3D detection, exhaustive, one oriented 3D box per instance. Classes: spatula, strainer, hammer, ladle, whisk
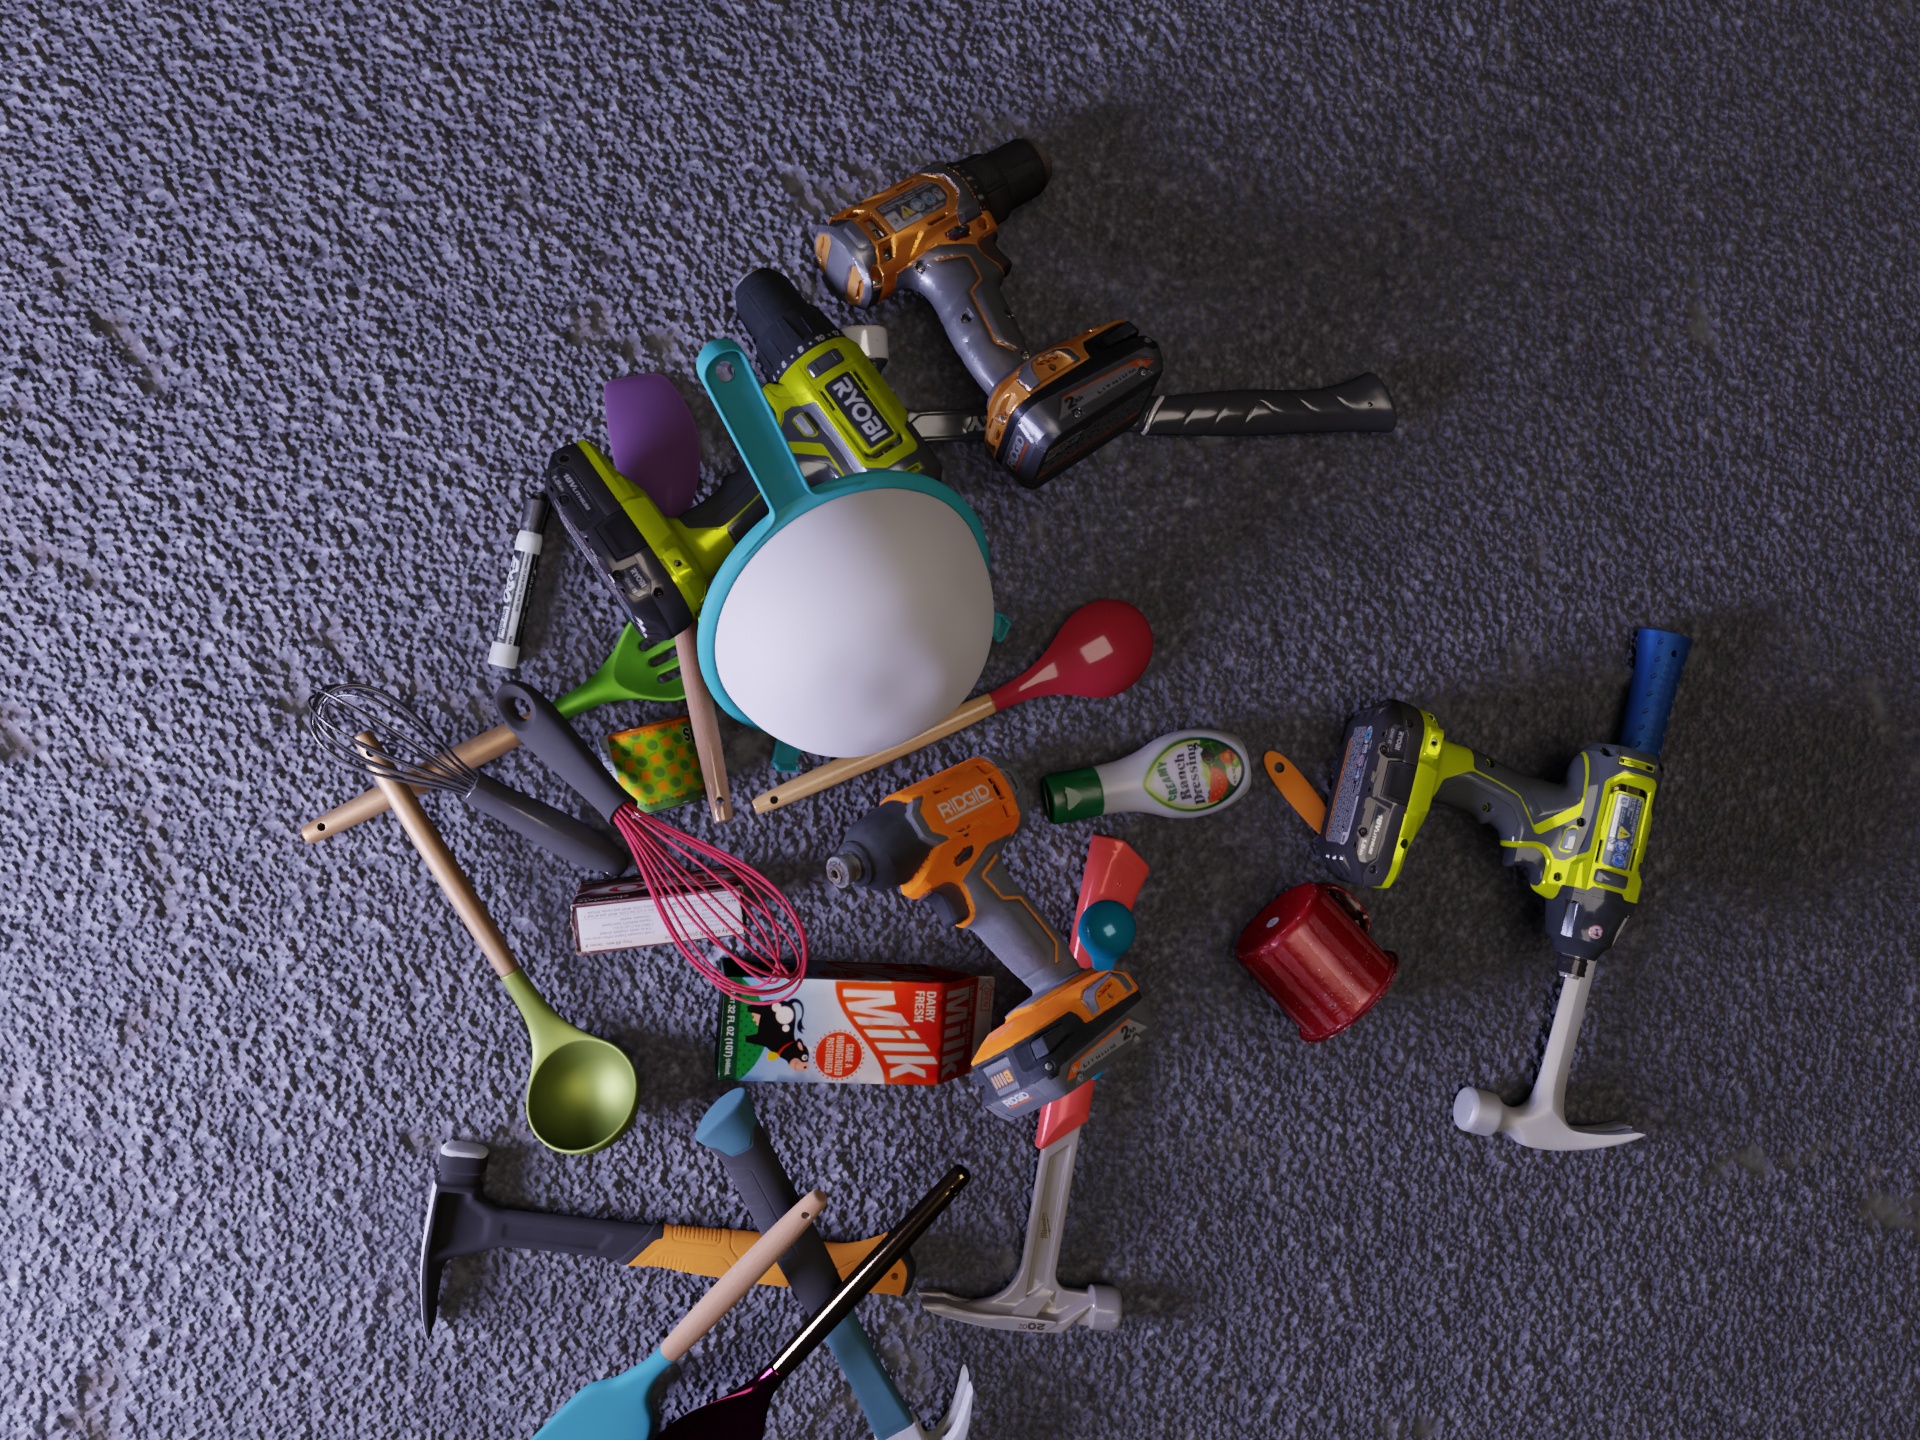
[{"bbox_3d":[-0.183,0.418,1.067,0.082,0.044,0.317,36,114,-8],"label":"spatula"},{"bbox_3d":[-0.072,-0.085,0.977,0.211,0.095,0.340,-32,141,-6],"label":"strainer"},{"bbox_3d":[0.496,0.131,1.218,0.144,0.035,0.405,15,89,-10],"label":"hammer"},{"bbox_3d":[0.070,0.259,1.147,0.149,0.037,0.359,10,91,-10],"label":"hammer"},{"bbox_3d":[-0.094,0.397,1.088,0.128,0.033,0.331,-26,105,-4],"label":"hammer"},{"bbox_3d":[-0.187,-0.086,1.071,0.059,0.018,0.316,-10,81,-10],"label":"spatula"},{"bbox_3d":[-0.313,0.147,1.055,0.078,0.062,0.320,-31,99,-9],"label":"ladle"},{"bbox_3d":[-0.319,0.042,1.044,0.238,0.055,0.055,33,86,-26],"label":"whisk"},{"bbox_3d":[-0.202,0.070,1.011,0.296,0.073,0.073,42,84,20],"label":"whisk"},{"bbox_3d":[0.119,-0.213,1.141,0.409,0.036,0.149,-4,94,-10],"label":"hammer"},{"bbox_3d":[-0.002,-0.004,1.131,0.315,0.031,0.069,-24,97,-7],"label":"ladle"},{"bbox_3d":[-0.199,0.374,1.103,0.336,0.034,0.127,9,89,-10],"label":"hammer"}]

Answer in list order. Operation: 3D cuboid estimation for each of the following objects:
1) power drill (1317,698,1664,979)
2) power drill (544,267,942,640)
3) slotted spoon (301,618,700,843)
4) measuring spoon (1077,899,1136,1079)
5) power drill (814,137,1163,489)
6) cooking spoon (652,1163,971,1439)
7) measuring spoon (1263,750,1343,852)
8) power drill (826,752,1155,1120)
[{"bbox_3d":[0.385,0.083,1.155,0.223,0.080,0.171,15,86,-5],"label":"power drill"},{"bbox_3d":[-0.151,-0.176,1.043,0.228,0.080,0.190,-34,83,-12],"label":"power drill"},{"bbox_3d":[-0.299,0.005,1.078,0.314,0.031,0.070,-27,88,-6],"label":"slotted spoon"},{"bbox_3d":[0.102,0.191,1.119,0.042,0.021,0.128,4,92,-10],"label":"measuring spoon"},{"bbox_3d":[0.038,-0.288,1.074,0.185,0.084,0.226,-35,78,-22],"label":"power drill"},{"bbox_3d":[-0.104,0.415,1.064,0.068,0.017,0.319,42,94,-16],"label":"cooking spoon"},{"bbox_3d":[0.265,0.068,1.187,0.021,0.011,0.117,-42,98,-6],"label":"measuring spoon"},{"bbox_3d":[0.014,0.144,1.060,0.164,0.084,0.226,-22,78,-42],"label":"power drill"}]
